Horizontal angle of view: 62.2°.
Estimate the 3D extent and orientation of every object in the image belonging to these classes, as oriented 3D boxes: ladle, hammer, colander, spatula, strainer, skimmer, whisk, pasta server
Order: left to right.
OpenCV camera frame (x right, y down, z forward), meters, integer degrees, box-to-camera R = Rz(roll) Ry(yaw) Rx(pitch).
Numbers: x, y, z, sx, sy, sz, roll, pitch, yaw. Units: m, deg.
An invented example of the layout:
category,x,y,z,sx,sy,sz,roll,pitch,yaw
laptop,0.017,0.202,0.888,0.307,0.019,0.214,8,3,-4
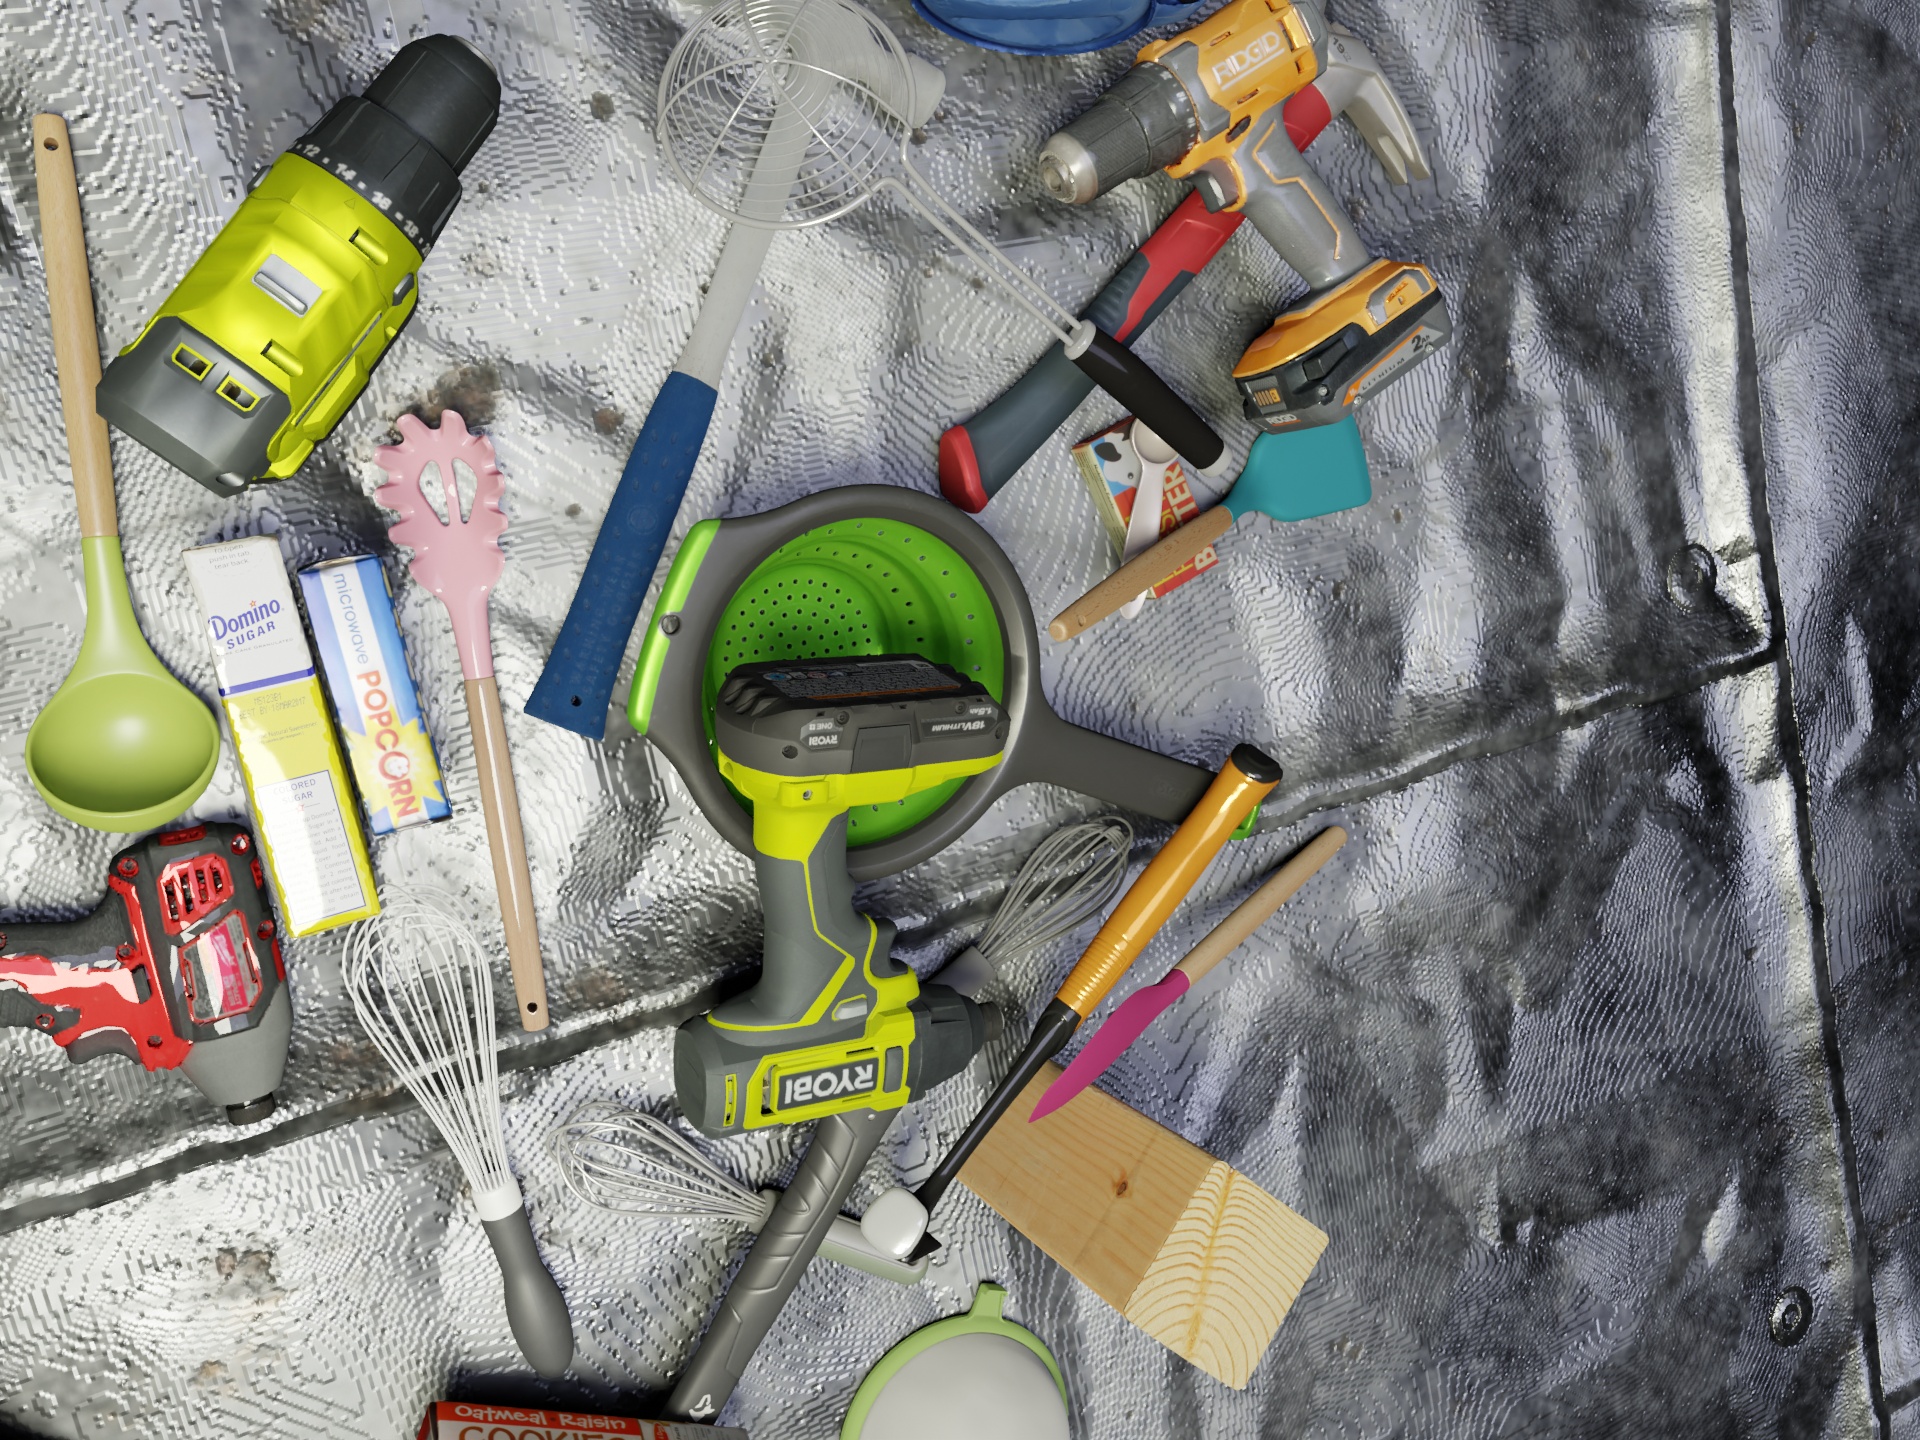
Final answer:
category,x,y,z,sx,sy,sz,roll,pitch,yaw
ladle,-0.387,-0.109,0.708,0.078,0.062,0.320,-7,95,-27
whisk,-0.244,0.212,0.804,0.070,0.070,0.284,-19,107,-22
pasta server,-0.237,0.006,0.795,0.060,0.040,0.316,-8,99,-8
hammer,-0.140,-0.188,0.825,0.144,0.035,0.405,22,85,-25
hammer,-0.117,0.332,0.848,0.146,0.035,0.335,28,94,-25
whisk,-0.115,0.265,0.870,0.246,0.059,0.058,30,39,-28
strainer,-0.033,0.457,0.909,0.256,0.069,0.151,-31,106,-21
colander,-0.001,-0.003,0.875,0.396,0.095,0.204,18,93,-31
skimmer,0.007,-0.240,0.846,0.363,0.090,0.127,33,84,-32
whisk,0.010,0.138,0.919,0.239,0.055,0.055,-40,109,-12
hammer,0.067,0.151,0.869,0.034,0.127,0.337,36,79,14
hammer,0.130,-0.257,0.942,0.143,0.038,0.386,46,76,-23
spatula,0.148,-0.113,0.921,0.317,0.044,0.082,-36,112,-44

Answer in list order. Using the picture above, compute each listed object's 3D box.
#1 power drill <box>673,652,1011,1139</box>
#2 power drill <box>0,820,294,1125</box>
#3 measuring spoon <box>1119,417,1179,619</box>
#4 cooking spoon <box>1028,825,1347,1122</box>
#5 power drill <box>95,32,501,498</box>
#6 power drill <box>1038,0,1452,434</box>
category,x,y,z,sx,sy,sz,roll,pitch,yaw
power drill,-0.048,0.086,0.775,0.171,0.080,0.223,-5,110,-29
power drill,-0.416,0.138,0.706,0.219,0.078,0.143,-15,101,-26
measuring spoon,0.105,-0.121,0.929,0.034,0.018,0.124,5,99,-21
cooking spoon,0.144,0.139,0.935,0.017,0.068,0.319,40,48,19
power drill,-0.269,-0.179,0.658,0.080,0.229,0.190,37,79,-23
power drill,0.159,-0.273,0.890,0.185,0.084,0.226,-36,106,-18
